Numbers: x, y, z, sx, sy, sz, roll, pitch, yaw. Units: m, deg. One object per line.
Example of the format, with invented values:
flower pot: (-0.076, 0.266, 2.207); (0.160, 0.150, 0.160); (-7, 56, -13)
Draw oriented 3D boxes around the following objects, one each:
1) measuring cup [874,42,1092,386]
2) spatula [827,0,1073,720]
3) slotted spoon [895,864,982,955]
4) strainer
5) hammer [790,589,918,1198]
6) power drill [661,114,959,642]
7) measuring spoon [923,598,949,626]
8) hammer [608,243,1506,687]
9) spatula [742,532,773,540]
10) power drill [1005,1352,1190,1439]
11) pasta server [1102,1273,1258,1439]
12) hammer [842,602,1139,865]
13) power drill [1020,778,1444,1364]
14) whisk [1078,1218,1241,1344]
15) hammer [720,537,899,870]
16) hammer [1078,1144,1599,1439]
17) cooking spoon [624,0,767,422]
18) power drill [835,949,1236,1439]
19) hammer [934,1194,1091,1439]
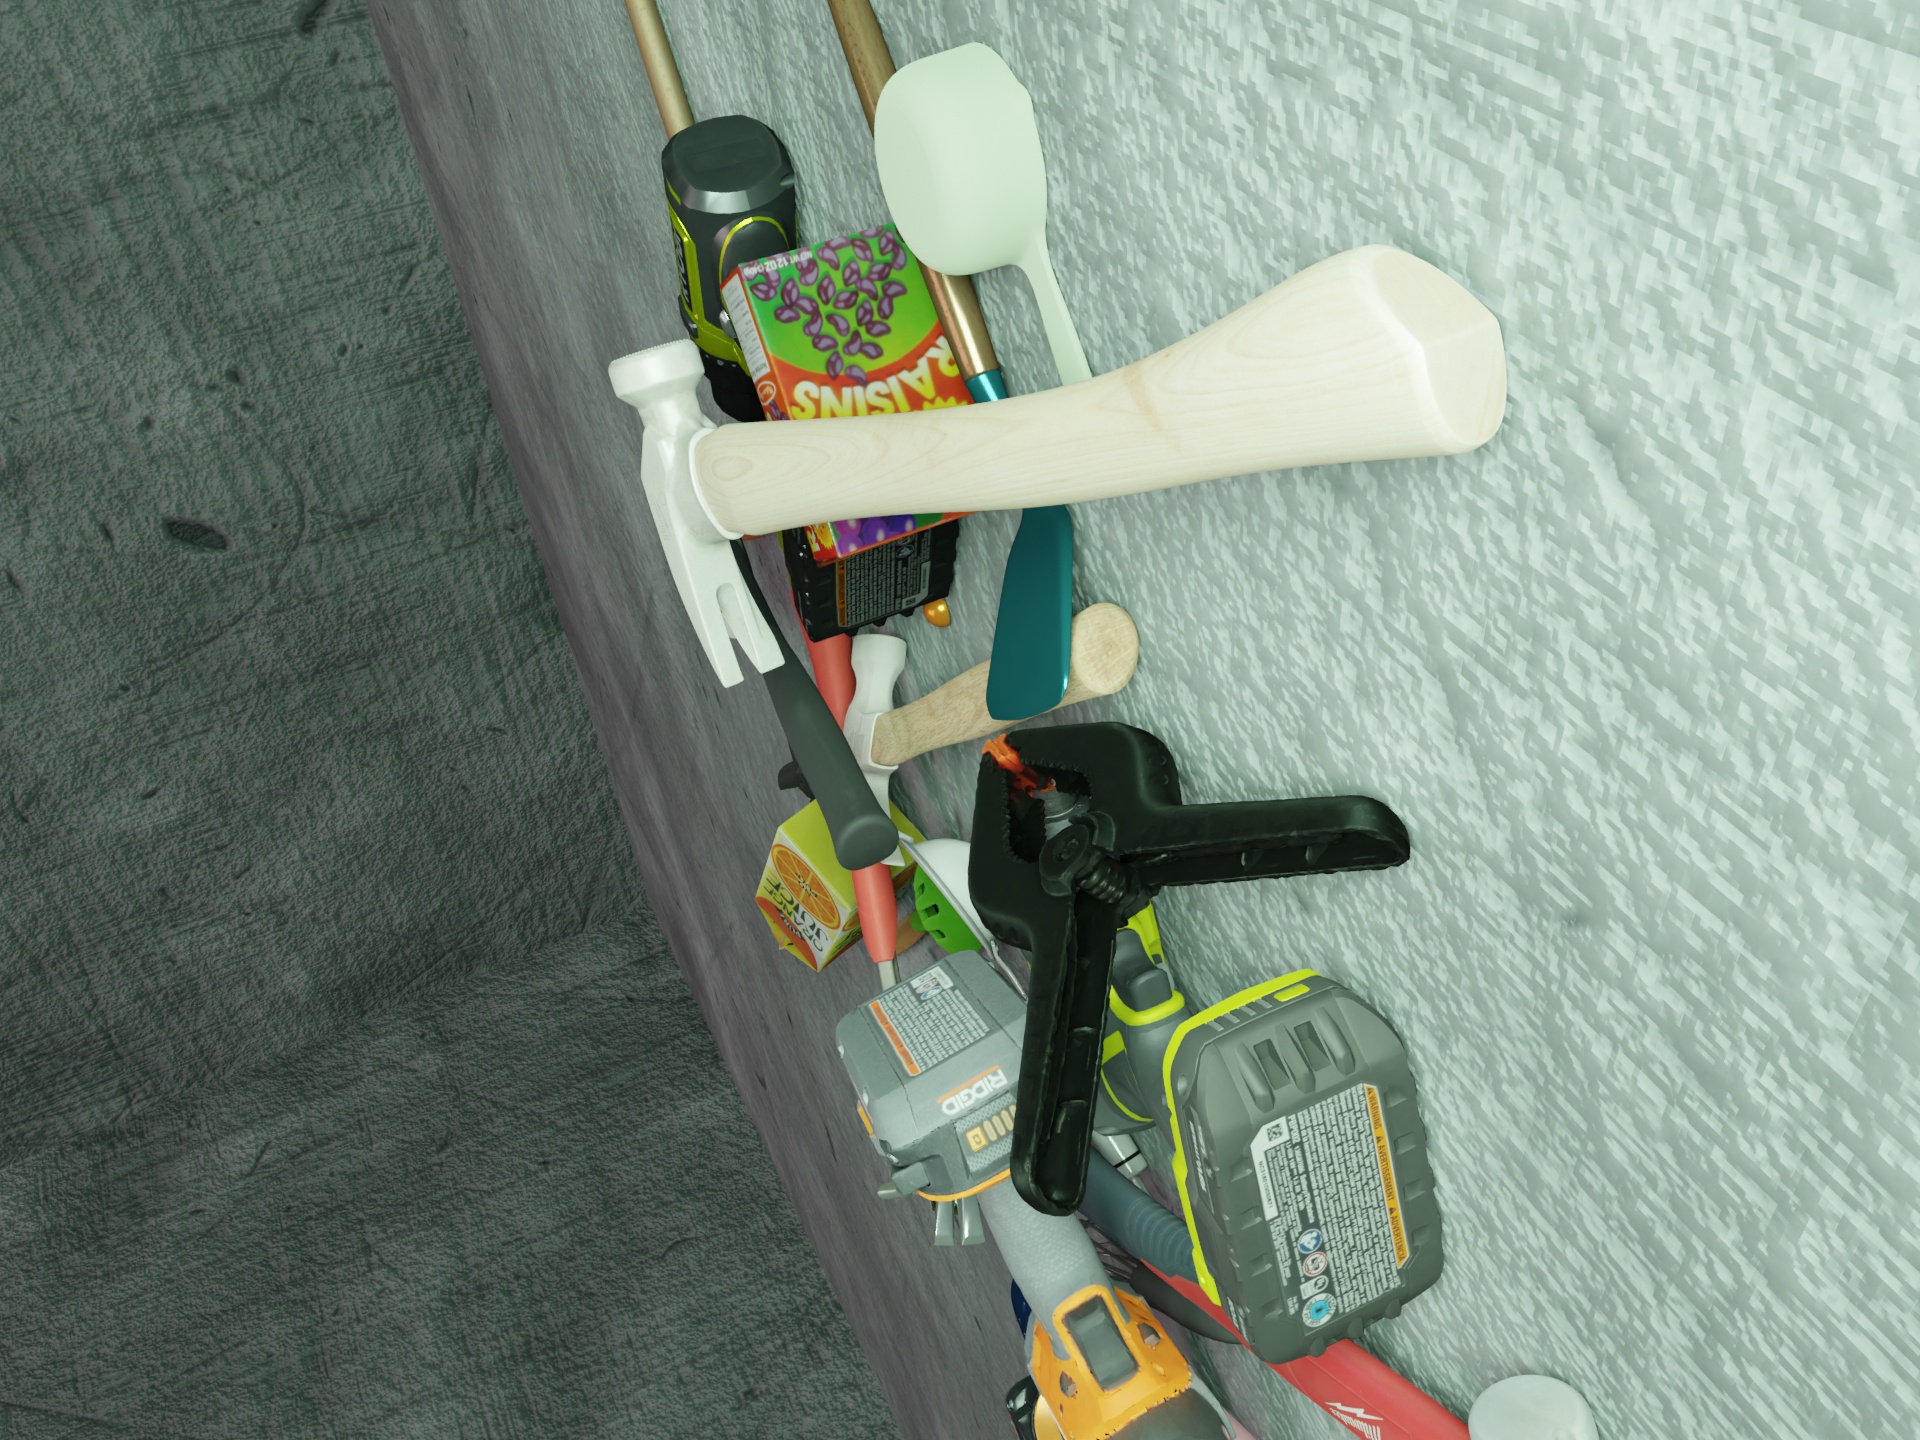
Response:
measuring cup: (0.012, -0.154, 0.563); (0.083, 0.038, 0.167); (151, 99, -73)
spatula: (-0.009, -0.157, 0.623); (0.317, 0.044, 0.082); (70, 161, -2)
slotted spoon: (-0.031, 0.143, 1.091); (0.313, 0.031, 0.070); (126, 122, -72)
strainer: (0.036, 0.148, 0.866); (0.258, 0.050, 0.086); (58, 177, 14)
hammer: (-0.054, 0.092, 0.935); (0.149, 0.036, 0.359); (43, -144, -83)
power drill: (-0.083, -0.158, 0.799); (0.190, 0.080, 0.229); (97, 150, -62)
measuring spoon: (-0.035, -0.086, 0.845); (0.117, 0.011, 0.021); (54, 158, 40)
hammer: (-0.002, -0.078, 0.527); (0.411, 0.038, 0.146); (5, 116, 55)
spatula: (-0.127, -0.126, 1.034); (0.081, 0.041, 0.323); (51, 169, -13)
power drill: (0.105, 0.439, 0.943); (0.185, 0.084, 0.226); (69, 159, -1)
pasta server: (0.078, 0.299, 0.762); (0.316, 0.040, 0.060); (50, -178, -11)
hammer: (-0.001, -0.002, 0.751); (0.331, 0.031, 0.130); (159, 119, -68)
power drill: (0.084, 0.122, 0.622); (0.223, 0.080, 0.171); (-140, 31, -64)
whisk: (0.099, 0.302, 0.849); (0.055, 0.055, 0.239); (67, 160, 3)
hammer: (-0.100, -0.035, 0.860); (0.335, 0.035, 0.146); (-122, 15, -50)
hammer: (0.128, 0.264, 0.676); (0.386, 0.038, 0.143); (14, 126, 65)
cooking spoon: (-0.152, -0.309, 0.925); (0.069, 0.017, 0.318); (27, 136, 65)
power drill: (0.039, 0.219, 0.640); (0.226, 0.084, 0.164); (64, 171, -12)
hammer: (0.035, 0.318, 0.899); (0.406, 0.035, 0.144); (-135, 46, -74)
